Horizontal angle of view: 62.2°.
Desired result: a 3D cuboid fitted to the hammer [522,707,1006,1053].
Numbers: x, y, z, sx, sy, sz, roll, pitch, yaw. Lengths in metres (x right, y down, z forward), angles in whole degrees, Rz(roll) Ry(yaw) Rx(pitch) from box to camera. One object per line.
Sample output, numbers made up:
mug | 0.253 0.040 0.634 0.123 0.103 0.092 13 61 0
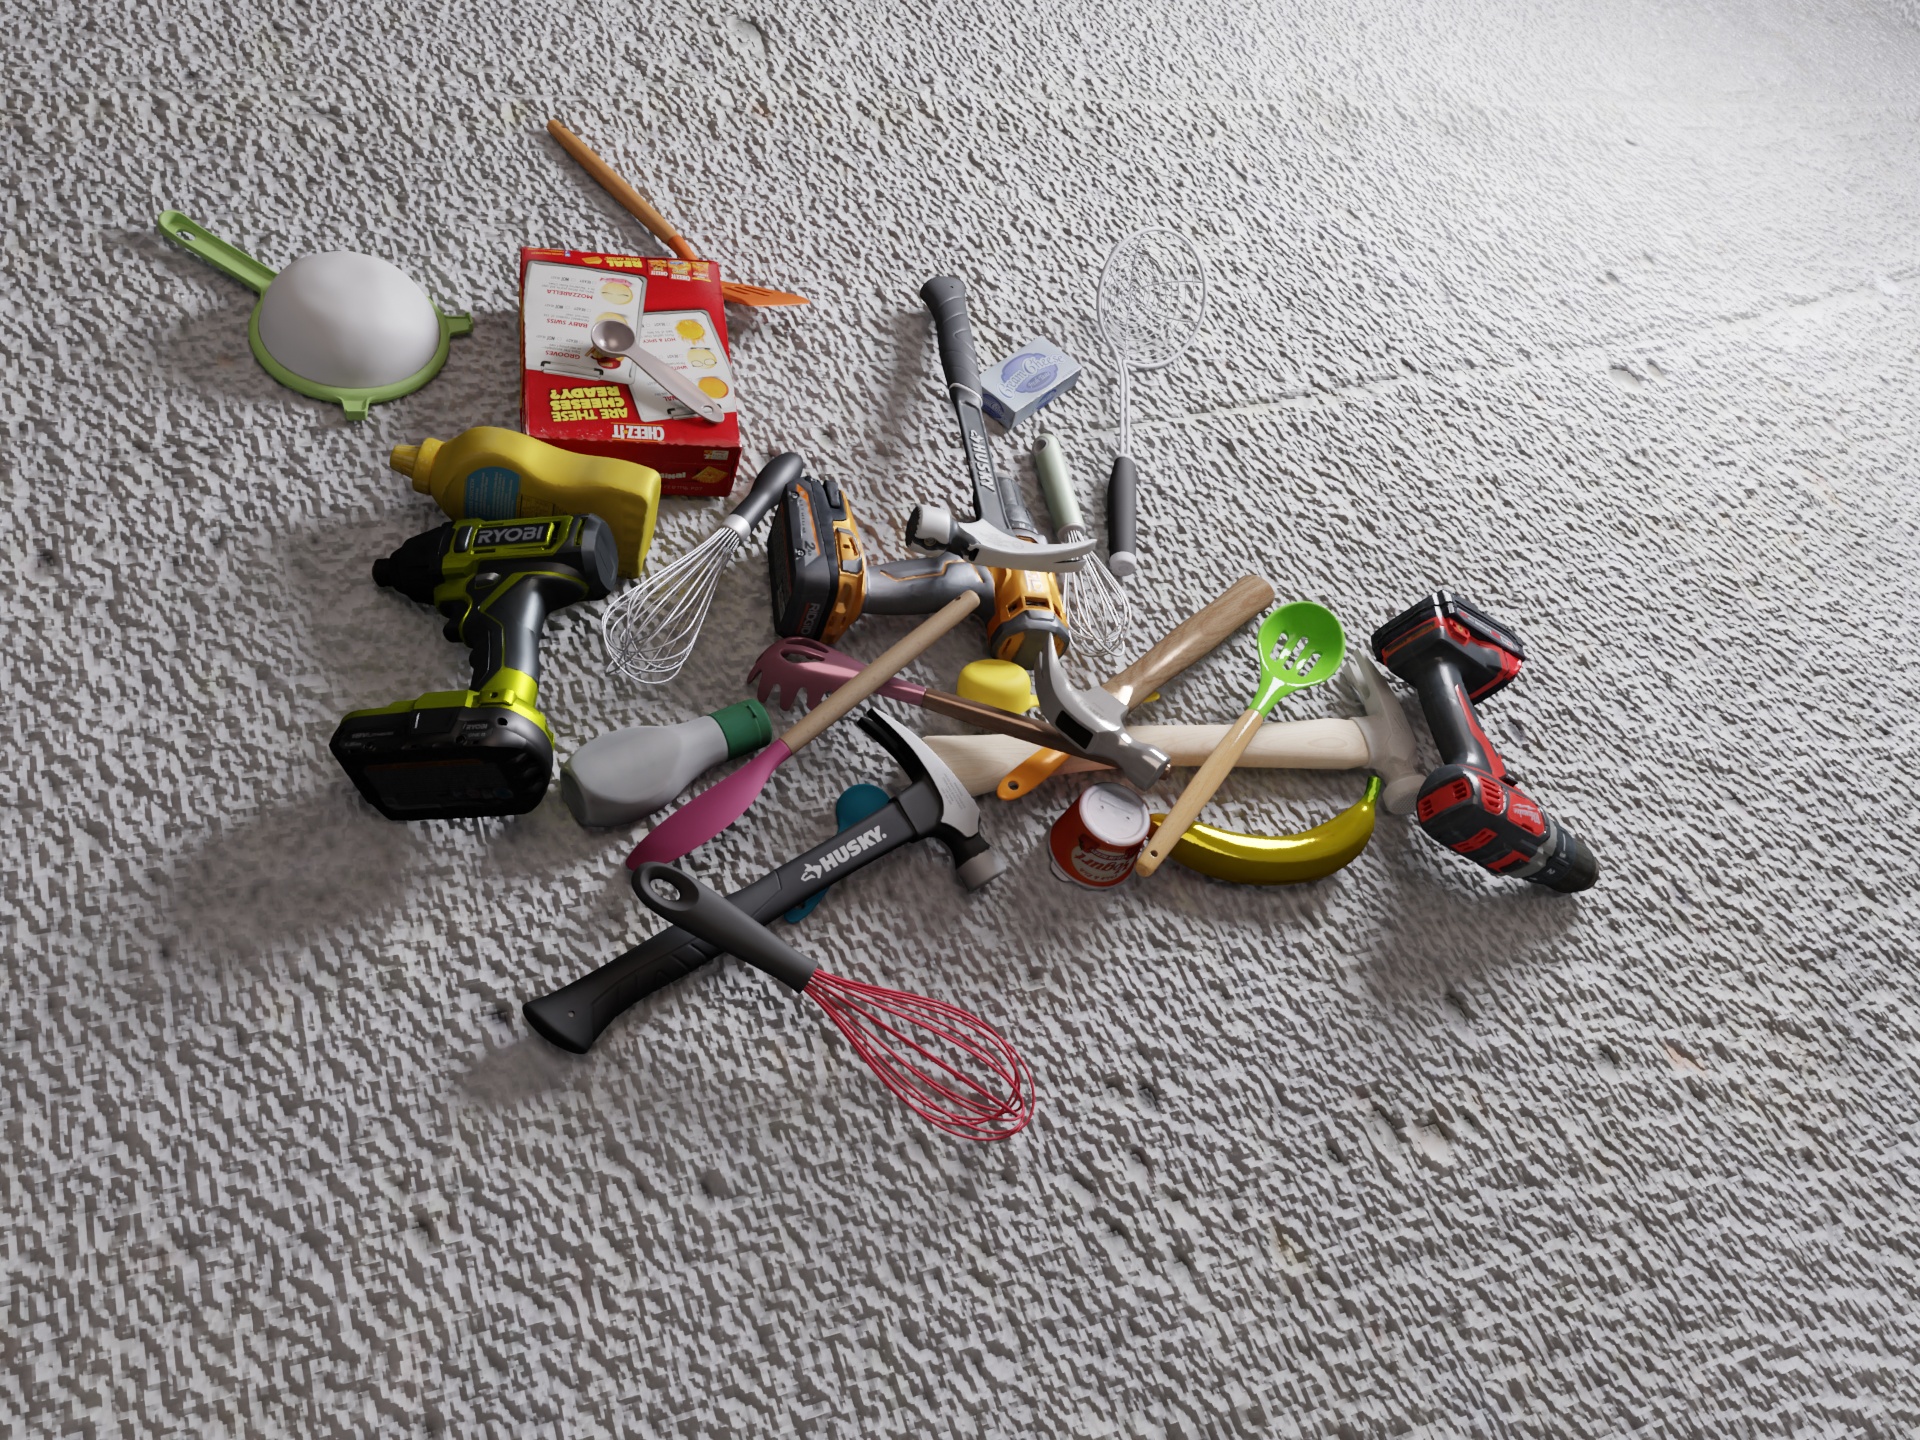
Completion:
hammer | -0.133 0.115 1.049 0.335 0.035 0.146 -29 85 -29

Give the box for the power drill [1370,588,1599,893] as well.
power drill | 0.422 0.026 1.265 0.187 0.080 0.227 25 46 -32

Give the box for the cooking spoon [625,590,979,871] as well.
cooking spoon | -0.103 0.003 1.106 0.319 0.069 0.017 -39 116 -22

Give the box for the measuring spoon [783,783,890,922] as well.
measuring spoon | -0.086 0.089 1.105 0.042 0.021 0.129 30 52 5

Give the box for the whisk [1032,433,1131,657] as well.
whisk | 0.095 -0.150 1.326 0.059 0.058 0.247 28 38 -43

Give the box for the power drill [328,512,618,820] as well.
power drill | -0.335 -0.045 1.076 0.171 0.080 0.223 -4 51 7

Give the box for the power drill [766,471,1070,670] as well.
power drill | -0.033 -0.133 1.249 0.226 0.084 0.186 5 52 -19

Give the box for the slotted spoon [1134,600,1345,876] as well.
slotted spoon | 0.210 0.011 1.208 0.070 0.031 0.314 34 53 11

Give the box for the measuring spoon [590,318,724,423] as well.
measuring spoon | -0.234 -0.266 1.231 0.124 0.018 0.034 38 56 1

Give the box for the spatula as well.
spatula | -0.267 -0.451 1.424 0.323 0.041 0.081 45 35 18

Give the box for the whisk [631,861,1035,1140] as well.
whisk | -0.079 0.173 1.002 0.296 0.073 0.073 33 52 -3

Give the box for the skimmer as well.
skimmer | 0.169 -0.287 1.415 0.127 0.090 0.364 33 47 -34

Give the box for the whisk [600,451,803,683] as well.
whisk | -0.189 -0.125 1.210 0.070 0.070 0.285 28 47 3

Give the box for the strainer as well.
strainer | -0.524 -0.351 1.250 0.256 0.069 0.151 31 52 3

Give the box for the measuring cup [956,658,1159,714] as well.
measuring cup | 0.074 -0.027 1.207 0.156 0.029 0.062 -2 26 -4

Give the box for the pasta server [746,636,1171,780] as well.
pasta server | -0.002 -0.004 1.160 0.316 0.040 0.060 17 45 4

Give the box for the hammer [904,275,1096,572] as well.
hammer | 0.012 -0.258 1.324 0.149 0.036 0.409 11 41 -18

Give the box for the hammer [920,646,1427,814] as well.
hammer | 0.164 0.013 1.233 0.410 0.038 0.146 -2 55 -19

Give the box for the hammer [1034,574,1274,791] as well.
hammer | 0.164 -0.053 1.229 0.130 0.031 0.331 37 37 14

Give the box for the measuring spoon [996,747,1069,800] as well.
measuring spoon | 0.067 0.025 1.162 0.021 0.011 0.117 42 53 17
